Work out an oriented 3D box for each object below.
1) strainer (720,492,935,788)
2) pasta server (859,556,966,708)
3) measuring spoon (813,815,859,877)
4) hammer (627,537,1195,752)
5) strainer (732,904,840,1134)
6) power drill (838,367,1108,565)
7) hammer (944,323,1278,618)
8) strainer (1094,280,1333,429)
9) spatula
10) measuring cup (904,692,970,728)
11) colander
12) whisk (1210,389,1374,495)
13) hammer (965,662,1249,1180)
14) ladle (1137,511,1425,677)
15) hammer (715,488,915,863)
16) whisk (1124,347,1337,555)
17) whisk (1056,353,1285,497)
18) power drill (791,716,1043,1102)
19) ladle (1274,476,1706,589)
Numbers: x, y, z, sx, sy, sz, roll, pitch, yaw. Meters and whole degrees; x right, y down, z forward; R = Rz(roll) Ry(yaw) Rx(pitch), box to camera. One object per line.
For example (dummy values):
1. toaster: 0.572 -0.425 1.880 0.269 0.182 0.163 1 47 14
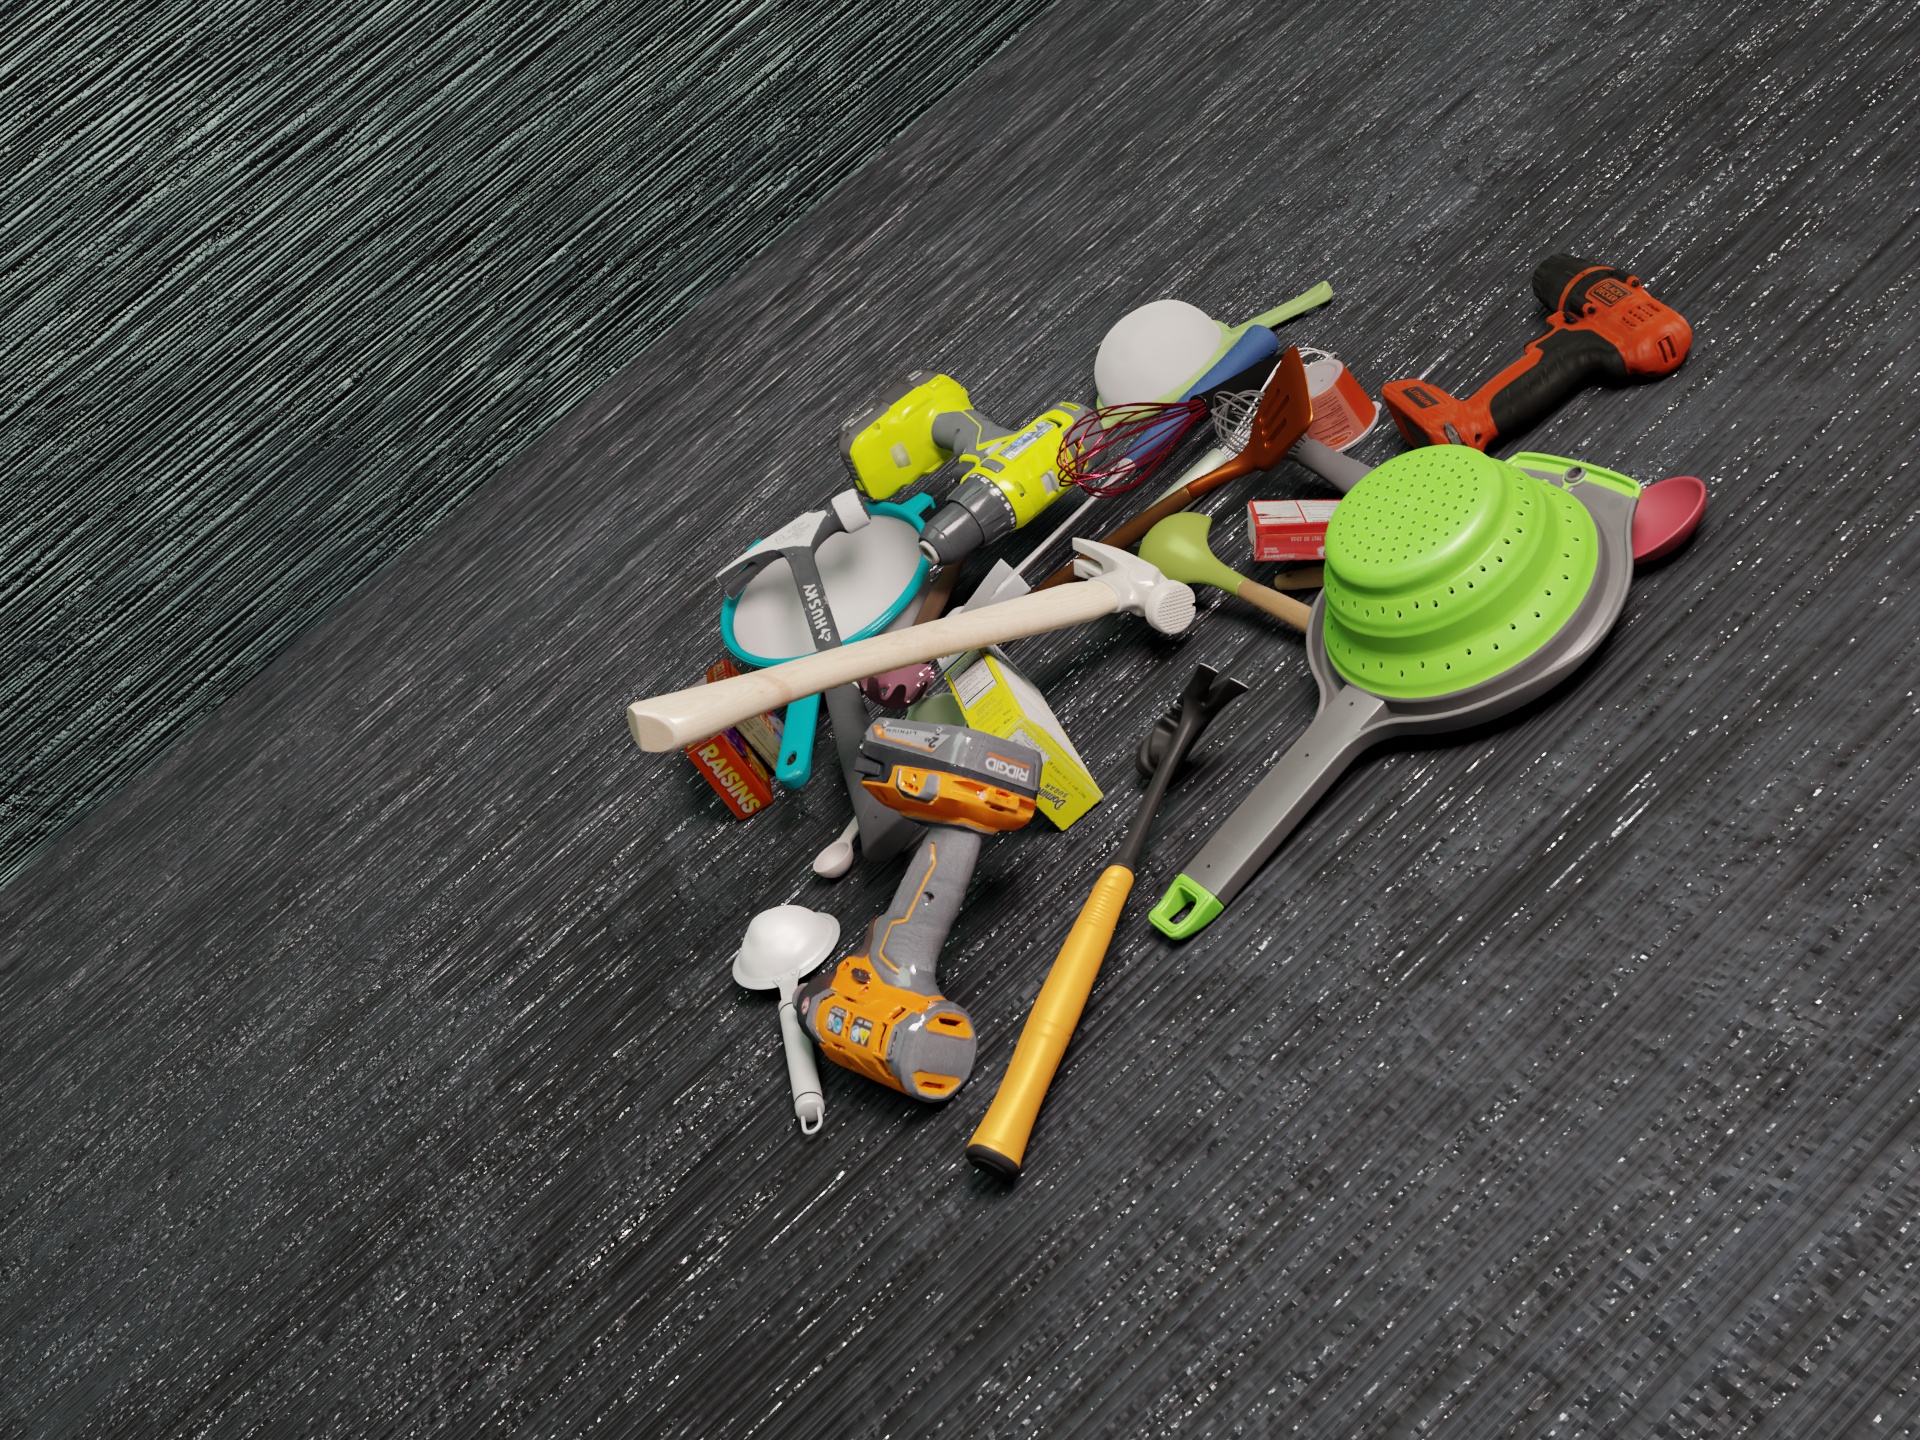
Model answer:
1. strainer: -0.112 -0.052 1.420 0.211 0.095 0.341 -13 45 19
2. pasta server: -0.029 -0.086 1.328 0.316 0.060 0.040 -67 -5 -60
3. measuring spoon: -0.074 0.083 1.264 0.034 0.018 0.124 -7 34 44
4. hammer: -0.040 -0.055 1.139 0.410 0.038 0.146 -17 28 -23
5. strainer: -0.119 0.196 1.122 0.087 0.050 0.259 -24 33 1
6. power drill: -0.006 -0.225 1.410 0.190 0.080 0.229 -40 41 -18
7. hammer: 0.142 -0.216 1.388 0.405 0.035 0.144 -44 2 -19
8. strainer: 0.226 -0.377 1.524 0.256 0.069 0.152 -20 33 33
9. spatula: 0.161 -0.175 1.271 0.322 0.041 0.081 -33 47 38
10. measuring cup: -0.024 -0.006 1.281 0.083 0.038 0.168 -40 35 13
11. colander: 0.235 -0.039 0.959 0.397 0.094 0.205 -48 34 -5
12. whisk: 0.268 -0.202 1.222 0.055 0.055 0.239 -40 41 -3
13. hammer: 0.086 0.118 0.959 0.337 0.034 0.127 -62 0 -30
14. ladle: 0.227 -0.081 1.133 0.078 0.062 0.320 -60 36 6
15. hammer: -0.107 -0.039 1.310 0.149 0.036 0.409 -26 44 6
16. whisk: 0.226 -0.225 1.337 0.246 0.058 0.059 -42 -6 -1
17. whisk: 0.187 -0.256 1.336 0.296 0.073 0.073 -30 21 -33
18. power drill: -0.039 0.117 1.032 0.164 0.084 0.226 6 79 52
19. ladle: 0.339 -0.111 1.055 0.315 0.031 0.069 -5 43 48
